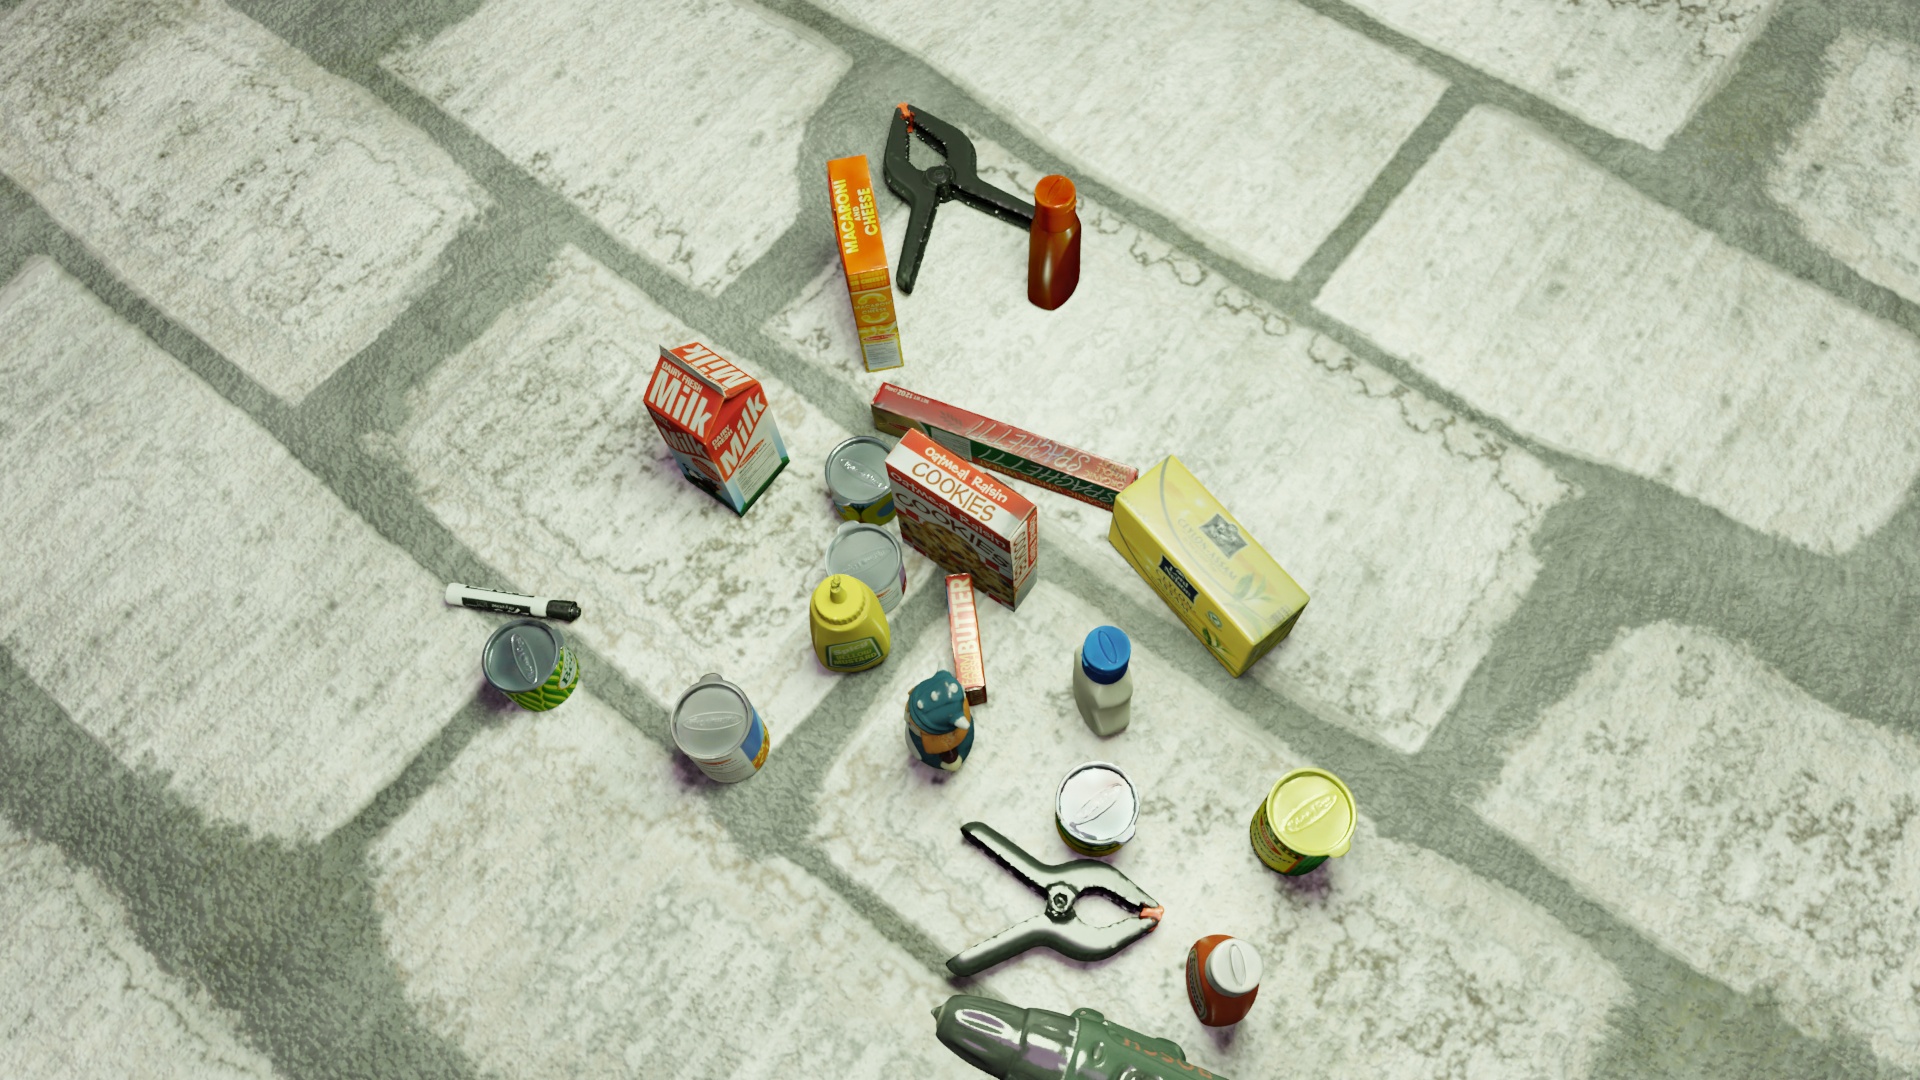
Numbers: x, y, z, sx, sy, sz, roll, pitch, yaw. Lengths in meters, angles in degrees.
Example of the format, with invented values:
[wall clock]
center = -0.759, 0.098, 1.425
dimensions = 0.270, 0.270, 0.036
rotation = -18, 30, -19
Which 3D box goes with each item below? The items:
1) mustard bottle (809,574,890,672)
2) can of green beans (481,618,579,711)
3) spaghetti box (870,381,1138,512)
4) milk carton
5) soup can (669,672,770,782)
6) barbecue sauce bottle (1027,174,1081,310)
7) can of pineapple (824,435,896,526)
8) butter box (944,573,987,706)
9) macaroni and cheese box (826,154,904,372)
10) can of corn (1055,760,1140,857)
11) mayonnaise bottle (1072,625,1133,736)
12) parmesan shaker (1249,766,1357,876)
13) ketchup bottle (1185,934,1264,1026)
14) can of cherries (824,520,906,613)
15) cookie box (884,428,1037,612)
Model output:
[mustard bottle]
center = -0.094, 0.063, 1.131
dimensions = 0.065, 0.159, 0.049
rotation = -12, 67, -2
[can of green beans]
center = -0.365, 0.107, 1.182
dimensions = 0.071, 0.057, 0.071
rotation = -1, 67, 3
[spaghetti box]
center = 0.040, -0.082, 1.246
dimensions = 0.250, 0.050, 0.029
rotation = 20, 70, 11
[milk carton]
center = -0.210, -0.102, 1.192
dimensions = 0.072, 0.189, 0.073
rotation = 34, 73, 16
[soup can]
center = -0.195, 0.155, 1.138
dimensions = 0.071, 0.083, 0.071
rotation = -1, 67, 3
[barbecue sauce bottle]
center = 0.087, -0.275, 1.274
dimensions = 0.044, 0.148, 0.065
rotation = 26, 71, 13
[can of pineapple]
center = -0.086, -0.050, 1.235
dimensions = 0.071, 0.057, 0.071
rotation = -1, 67, 3
[butter box]
center = 0.005, 0.084, 1.175
dimensions = 0.024, 0.053, 0.104
rotation = -7, 67, 0
[macaroni and cheese box]
center = -0.086, -0.247, 1.261
dimensions = 0.040, 0.166, 0.124
rotation = -11, 67, -1
[can of corn]
center = 0.110, 0.217, 1.109
dimensions = 0.071, 0.058, 0.071
rotation = -1, 67, 3
[mayonnaise bottle]
center = 0.114, 0.109, 1.107
dimensions = 0.041, 0.147, 0.065
rotation = -20, 68, -5
[parmesan shaker]
center = 0.264, 0.222, 1.075
dimensions = 0.071, 0.102, 0.071
rotation = -1, 67, 3
[ketchup bottle]
center = 0.193, 0.317, 1.013
dimensions = 0.043, 0.148, 0.065
rotation = -7, 67, 0
[can of cherries]
center = -0.081, 0.024, 1.202
dimensions = 0.071, 0.058, 0.072
rotation = -1, 67, 3
[cookie box]
center = 0.004, -0.014, 1.155
dimensions = 0.123, 0.166, 0.040
rotation = 32, 73, 15
